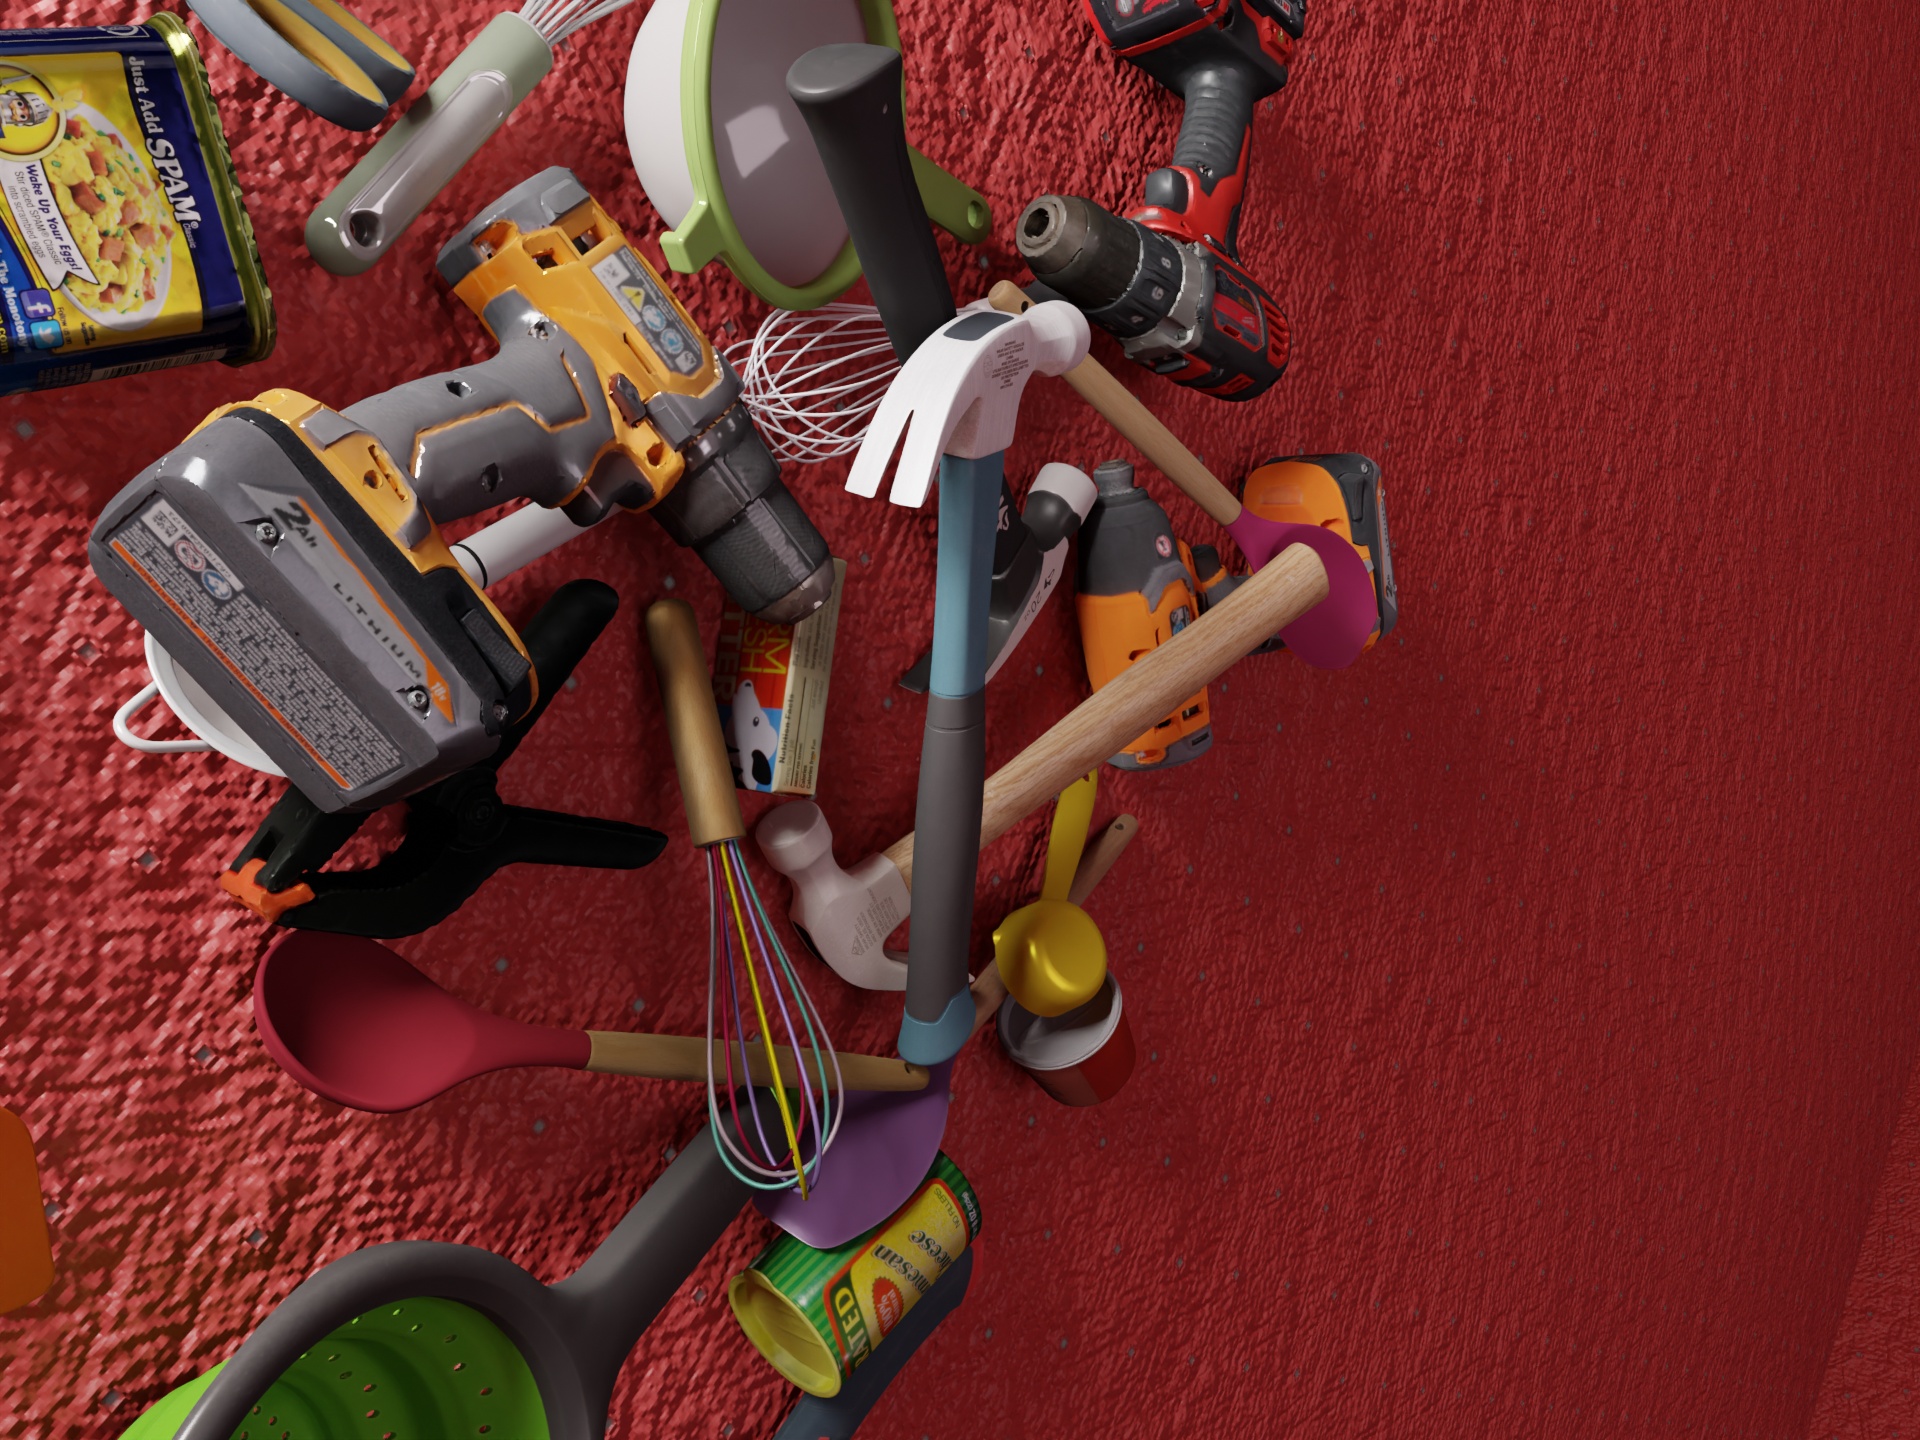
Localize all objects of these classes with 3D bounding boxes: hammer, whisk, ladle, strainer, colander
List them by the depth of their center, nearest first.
[{"bbox_3d":[-0.184,-0.047,0.565,0.087,0.050,0.258,49,47,0],"label":"strainer"},{"bbox_3d":[-0.152,-0.250,0.575,0.246,0.059,0.057,-58,139,-20],"label":"whisk"},{"bbox_3d":[-0.181,0.238,0.575,0.397,0.094,0.204,-45,126,-57],"label":"colander"},{"bbox_3d":[-0.127,0.130,0.628,0.315,0.031,0.069,17,43,-43],"label":"ladle"},{"bbox_3d":[-0.093,0.071,0.638,0.047,0.051,0.245,6,69,-71],"label":"whisk"},{"bbox_3d":[-0.009,-0.134,0.659,0.146,0.035,0.334,-60,155,-20],"label":"hammer"},{"bbox_3d":[-0.063,-0.240,0.665,0.256,0.069,0.151,-5,104,-66],"label":"strainer"},{"bbox_3d":[-0.001,-0.002,0.669,0.128,0.033,0.330,-30,130,-52],"label":"hammer"},{"bbox_3d":[-0.115,0.363,0.682,0.386,0.038,0.143,-49,125,-32],"label":"hammer"},{"bbox_3d":[-0.007,-0.177,0.737,0.284,0.070,0.070,-32,117,-46],"label":"whisk"},{"bbox_3d":[0.059,0.013,0.776,0.331,0.031,0.130,-35,125,-20],"label":"hammer"}]

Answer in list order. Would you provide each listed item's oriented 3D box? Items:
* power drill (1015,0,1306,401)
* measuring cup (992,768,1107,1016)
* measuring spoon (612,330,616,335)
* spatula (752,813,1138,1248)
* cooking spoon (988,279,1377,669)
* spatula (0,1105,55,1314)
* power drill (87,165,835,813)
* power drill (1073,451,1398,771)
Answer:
[{"bbox_3d":[0.101,-0.288,0.798,0.187,0.080,0.227,13,77,-47],"label":"power drill"},{"bbox_3d":[0.059,0.077,0.819,0.062,0.029,0.157,33,52,-23],"label":"measuring cup"},{"bbox_3d":[-0.122,-0.138,0.634,0.116,0.011,0.021,53,32,-31],"label":"measuring spoon"},{"bbox_3d":[0.012,0.140,0.790,0.316,0.060,0.018,-45,151,-42],"label":"spatula"},{"bbox_3d":[0.122,-0.119,0.809,0.318,0.017,0.069,35,82,-35],"label":"cooking spoon"},{"bbox_3d":[-0.307,0.026,0.453,0.081,0.041,0.322,-5,93,-46],"label":"spatula"},{"bbox_3d":[-0.141,-0.066,0.534,0.185,0.084,0.226,53,40,-19],"label":"power drill"},{"bbox_3d":[0.151,-0.084,0.896,0.226,0.084,0.164,-26,111,-39],"label":"power drill"}]
